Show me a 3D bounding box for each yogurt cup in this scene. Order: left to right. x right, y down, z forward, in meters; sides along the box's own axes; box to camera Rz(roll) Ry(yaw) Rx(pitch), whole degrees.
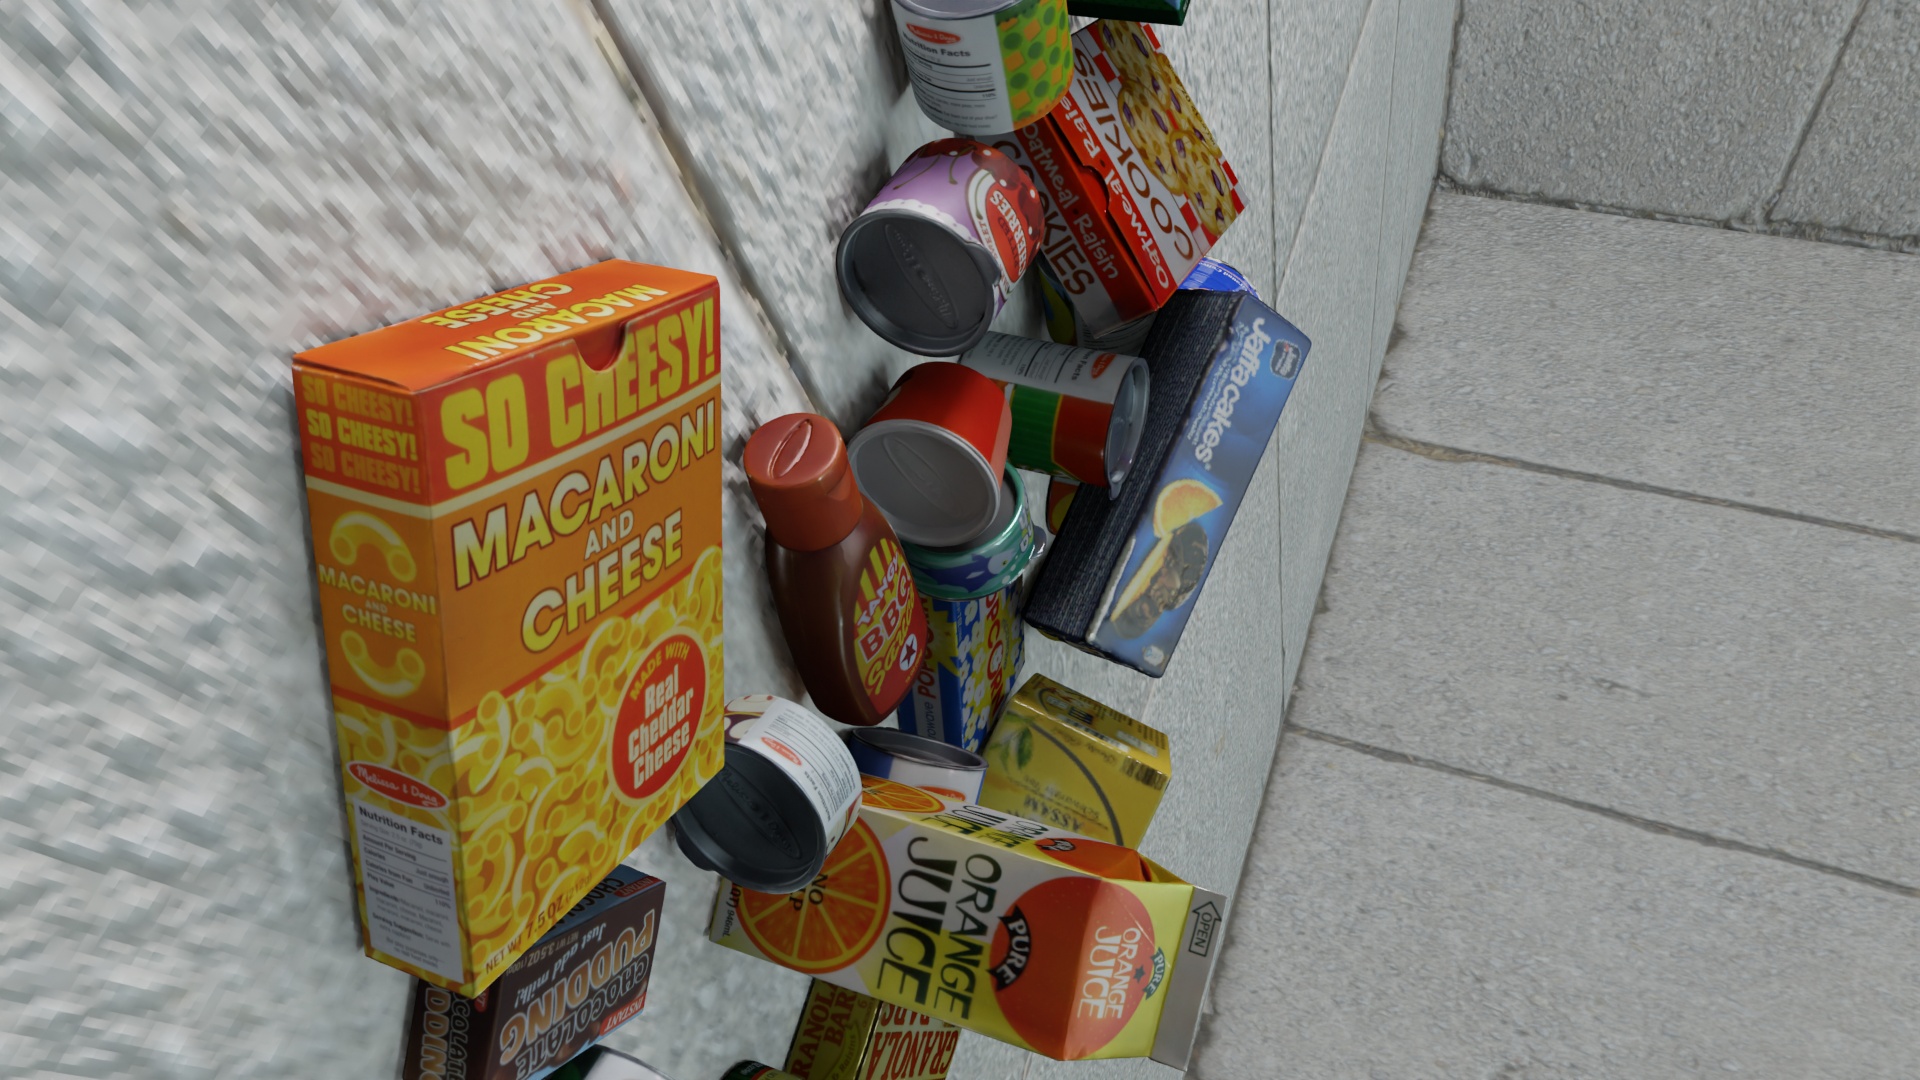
[{"bbox_3d":[-0.011,-0.039,0.590,0.072,0.072,0.054,84,19,-43],"label":"yogurt cup"}]

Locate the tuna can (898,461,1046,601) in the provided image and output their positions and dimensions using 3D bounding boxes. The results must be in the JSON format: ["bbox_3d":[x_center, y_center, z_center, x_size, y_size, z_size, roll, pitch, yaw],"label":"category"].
[{"bbox_3d":[0.002,-0.008,0.631,0.032,0.071,0.071,76,33,-51],"label":"tuna can"}]

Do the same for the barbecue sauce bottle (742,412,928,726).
[{"bbox_3d":[-0.049,0.012,0.545,0.147,0.044,0.065,76,34,-52],"label":"barbecue sauce bottle"}]

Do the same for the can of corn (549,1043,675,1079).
[{"bbox_3d":[-0.117,0.210,0.454,0.070,0.071,0.058,84,28,-43],"label":"can of corn"}]

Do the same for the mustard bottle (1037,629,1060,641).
[{"bbox_3d":[0.079,0.033,0.901,0.161,0.049,0.065,-26,130,-65],"label":"mustard bottle"}]

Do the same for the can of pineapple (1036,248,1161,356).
[{"bbox_3d":[0.076,-0.141,0.757,0.057,0.071,0.071,75,34,-54],"label":"can of pineapple"}]

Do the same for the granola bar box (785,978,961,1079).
[{"bbox_3d":[-0.031,0.239,0.747,0.165,0.039,0.124,51,55,-66],"label":"granola bar box"}]

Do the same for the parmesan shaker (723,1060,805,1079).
[{"bbox_3d":[-0.059,0.272,0.596,0.071,0.103,0.071,12,91,-71],"label":"parmesan shaker"}]

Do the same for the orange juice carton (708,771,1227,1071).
[{"bbox_3d":[0.005,0.149,0.559,0.073,0.193,0.072,14,88,-71],"label":"orange juice carton"}]

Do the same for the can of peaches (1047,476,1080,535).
[{"bbox_3d":[0.094,-0.028,0.889,0.071,0.058,0.071,12,91,-70],"label":"can of peaches"}]

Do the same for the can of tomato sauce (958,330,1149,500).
[{"bbox_3d":[0.044,-0.064,0.692,0.071,0.083,0.071,12,91,-70],"label":"can of tomato sauce"}]

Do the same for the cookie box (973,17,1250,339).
[{"bbox_3d":[0.076,-0.185,0.672,0.122,0.040,0.168,57,37,-12],"label":"cookie box"}]

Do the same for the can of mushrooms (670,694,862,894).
[{"bbox_3d":[-0.073,0.092,0.503,0.034,0.071,0.070,-50,147,-54],"label":"can of mushrooms"}]

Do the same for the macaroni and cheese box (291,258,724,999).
[{"bbox_3d":[-0.112,0.018,0.381,0.124,0.040,0.165,-43,142,-59],"label":"macaroni and cheese box"}]

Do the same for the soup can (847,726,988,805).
[{"bbox_3d":[-0.030,0.136,0.649,0.071,0.071,0.083,12,92,-71],"label":"soup can"}]

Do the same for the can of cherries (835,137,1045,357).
[{"bbox_3d":[-0.004,-0.115,0.543,0.071,0.071,0.059,84,27,-44],"label":"can of cherries"}]

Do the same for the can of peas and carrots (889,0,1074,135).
[{"bbox_3d":[0.010,-0.201,0.533,0.058,0.071,0.071,72,37,-58],"label":"can of peas and carrots"}]

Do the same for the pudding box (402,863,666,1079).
[{"bbox_3d":[-0.128,0.134,0.426,0.084,0.030,0.049,-6,109,-69],"label":"pudding box"}]

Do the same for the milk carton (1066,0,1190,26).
[{"bbox_3d":[0.057,-0.310,0.583,0.190,0.073,0.072,54,52,-64],"label":"milk carton"}]

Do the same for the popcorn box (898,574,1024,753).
[{"bbox_3d":[0.000,0.043,0.708,0.085,0.038,0.126,-56,152,-43],"label":"popcorn box"}]
